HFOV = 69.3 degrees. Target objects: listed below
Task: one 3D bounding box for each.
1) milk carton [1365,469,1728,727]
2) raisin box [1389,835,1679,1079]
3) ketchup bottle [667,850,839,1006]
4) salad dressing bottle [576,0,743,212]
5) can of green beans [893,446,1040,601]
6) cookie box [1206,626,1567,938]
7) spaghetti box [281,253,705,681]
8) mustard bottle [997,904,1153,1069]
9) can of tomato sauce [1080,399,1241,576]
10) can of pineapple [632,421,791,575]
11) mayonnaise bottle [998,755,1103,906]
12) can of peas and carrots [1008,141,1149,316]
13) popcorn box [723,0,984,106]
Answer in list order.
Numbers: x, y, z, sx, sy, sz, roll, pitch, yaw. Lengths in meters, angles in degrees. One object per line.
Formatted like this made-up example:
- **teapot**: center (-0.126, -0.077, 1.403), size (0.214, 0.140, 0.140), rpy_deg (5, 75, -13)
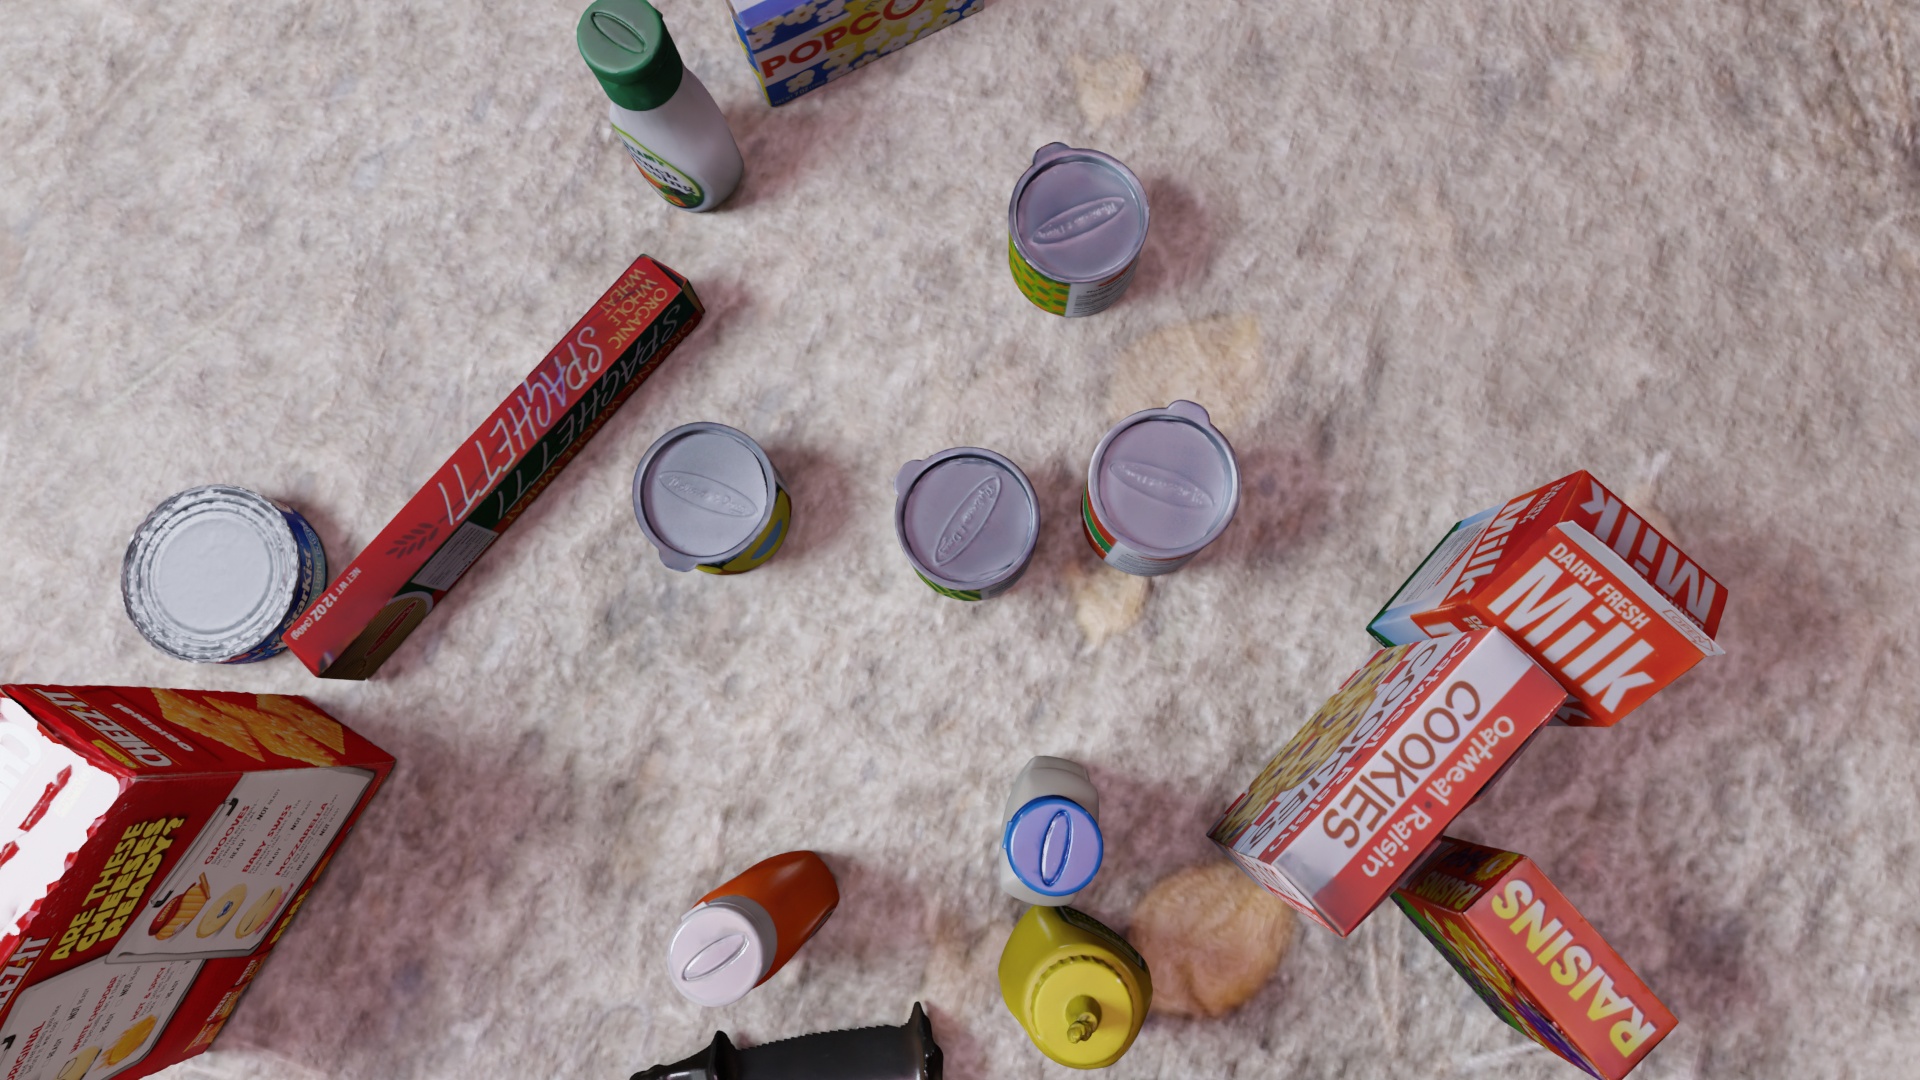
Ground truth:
- **milk carton**: center (0.242, 0.028, 0.577), size (0.072, 0.190, 0.073), rpy_deg (42, 85, 6)
- **raisin box**: center (0.234, 0.172, 0.590), size (0.040, 0.123, 0.086), rpy_deg (-40, 83, -4)
- **ketchup bottle**: center (-0.090, 0.163, 0.586), size (0.065, 0.148, 0.043), rpy_deg (-33, 83, -3)
- **salad dressing bottle**: center (-0.139, -0.200, 0.643), size (0.064, 0.147, 0.044), rpy_deg (36, 85, 6)
- **can of green beans**: center (0.004, -0.007, 0.655), size (0.071, 0.057, 0.071), rpy_deg (0, 82, 1)
- **cookie box**: center (0.169, 0.098, 0.580), size (0.040, 0.167, 0.123), rpy_deg (44, 85, 7)
- **spaghetti box**: center (-0.219, -0.035, 0.669), size (0.029, 0.050, 0.250), rpy_deg (41, 84, 6)
- **mustard bottle**: center (0.049, 0.186, 0.574), size (0.065, 0.160, 0.049), rpy_deg (30, 84, 5)
- **can of tomato sauce**: center (0.090, -0.022, 0.643), size (0.071, 0.083, 0.071), rpy_deg (0, 82, 1)
- **can of pineapple**: center (-0.118, -0.017, 0.660), size (0.071, 0.058, 0.071), rpy_deg (0, 82, 1)
- **mayonnaise bottle**: center (0.038, 0.125, 0.589), size (0.041, 0.148, 0.065), rpy_deg (13, 83, 3)
- **can of peas and carrots**: center (0.055, -0.150, 0.675), size (0.071, 0.058, 0.071), rpy_deg (0, 82, 1)
- **popcorn box**: center (-0.052, -0.271, 0.683), size (0.127, 0.085, 0.038), rpy_deg (-27, 82, -2)
